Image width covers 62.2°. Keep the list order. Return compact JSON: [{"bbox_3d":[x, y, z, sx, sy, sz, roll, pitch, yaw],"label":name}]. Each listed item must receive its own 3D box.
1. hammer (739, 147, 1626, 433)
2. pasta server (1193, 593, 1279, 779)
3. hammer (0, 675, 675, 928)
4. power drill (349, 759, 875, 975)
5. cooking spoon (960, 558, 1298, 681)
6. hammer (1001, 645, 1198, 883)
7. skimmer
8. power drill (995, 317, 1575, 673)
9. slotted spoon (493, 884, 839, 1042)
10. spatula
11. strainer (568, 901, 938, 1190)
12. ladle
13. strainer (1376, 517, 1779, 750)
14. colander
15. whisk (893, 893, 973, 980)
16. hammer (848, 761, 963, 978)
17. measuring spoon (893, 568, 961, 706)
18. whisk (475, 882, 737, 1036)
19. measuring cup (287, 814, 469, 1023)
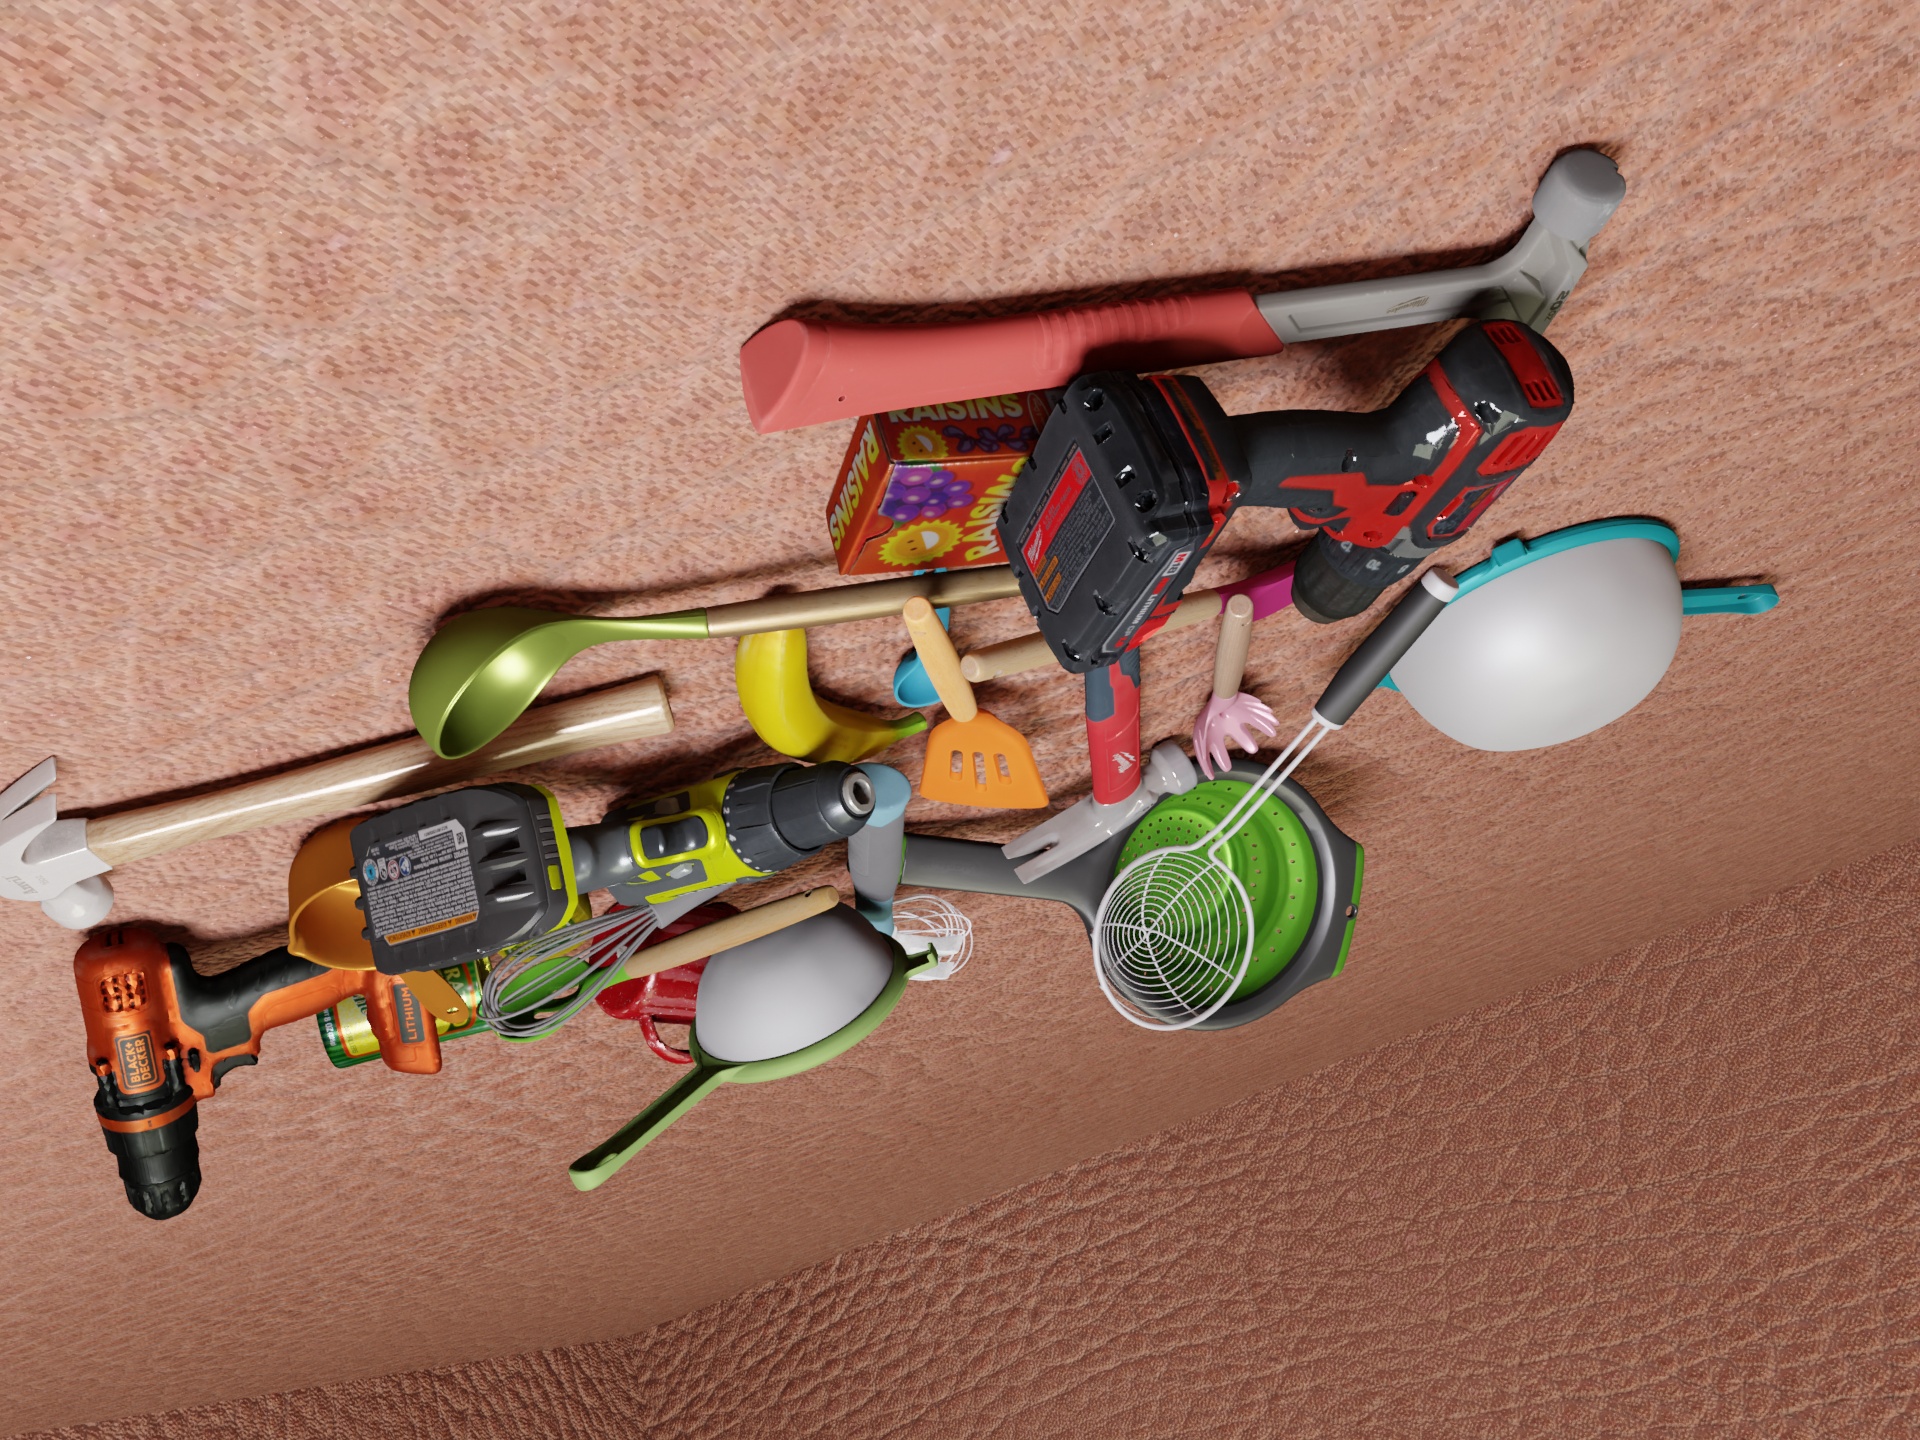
[{"bbox_3d":[0.088,-0.154,0.654,0.359,0.037,0.149,-12,156,-16],"label":"hammer"},{"bbox_3d":[0.164,-0.020,0.951,0.060,0.040,0.316,-35,166,-1],"label":"pasta server"},{"bbox_3d":[-0.307,0.030,0.785,0.331,0.031,0.130,-15,157,-9],"label":"hammer"},{"bbox_3d":[-0.173,0.065,0.825,0.190,0.080,0.228,-17,174,37],"label":"power drill"},{"bbox_3d":[0.115,-0.058,0.824,0.319,0.017,0.068,-17,161,-43],"label":"cooking spoon"},{"bbox_3d":[0.077,-0.008,0.940,0.143,0.038,0.386,-30,156,-7],"label":"hammer"},{"bbox_3d":[0.212,0.059,1.042,0.127,0.090,0.363,21,124,-21],"label":"skimmer"},{"bbox_3d":[0.134,-0.087,0.696,0.226,0.080,0.187,-13,157,-24],"label":"power drill"},{"bbox_3d":[-0.192,0.152,1.008,0.314,0.070,0.031,-23,124,35],"label":"slotted spoon"},{"bbox_3d":[-0.001,-0.003,0.835,0.081,0.041,0.322,4,167,8],"label":"spatula"},{"bbox_3d":[-0.146,0.181,0.975,0.151,0.069,0.256,3,-149,45],"label":"strainer"},{"bbox_3d":[-0.088,-0.037,0.729,0.320,0.062,0.078,-9,163,-11],"label":"ladle"},{"bbox_3d":[0.448,-0.044,1.082,0.340,0.095,0.211,-5,154,-24],"label":"strainer"},{"bbox_3d":[0.101,0.112,1.182,0.397,0.204,0.094,8,-175,-17],"label":"colander"},{"bbox_3d":[-0.123,0.170,1.206,0.284,0.070,0.070,-1,152,-22],"label":"whisk"},{"bbox_3d":[-0.057,0.103,1.029,0.128,0.033,0.330,19,156,5],"label":"hammer"},{"bbox_3d":[-0.019,-0.052,0.838,0.042,0.021,0.128,-17,148,-12],"label":"measuring spoon"},{"bbox_3d":[-0.186,0.116,0.970,0.239,0.055,0.055,-33,164,-25],"label":"whisk"},{"bbox_3d":[-0.317,0.116,0.903,0.095,0.052,0.173,-18,145,-6],"label":"measuring cup"}]
